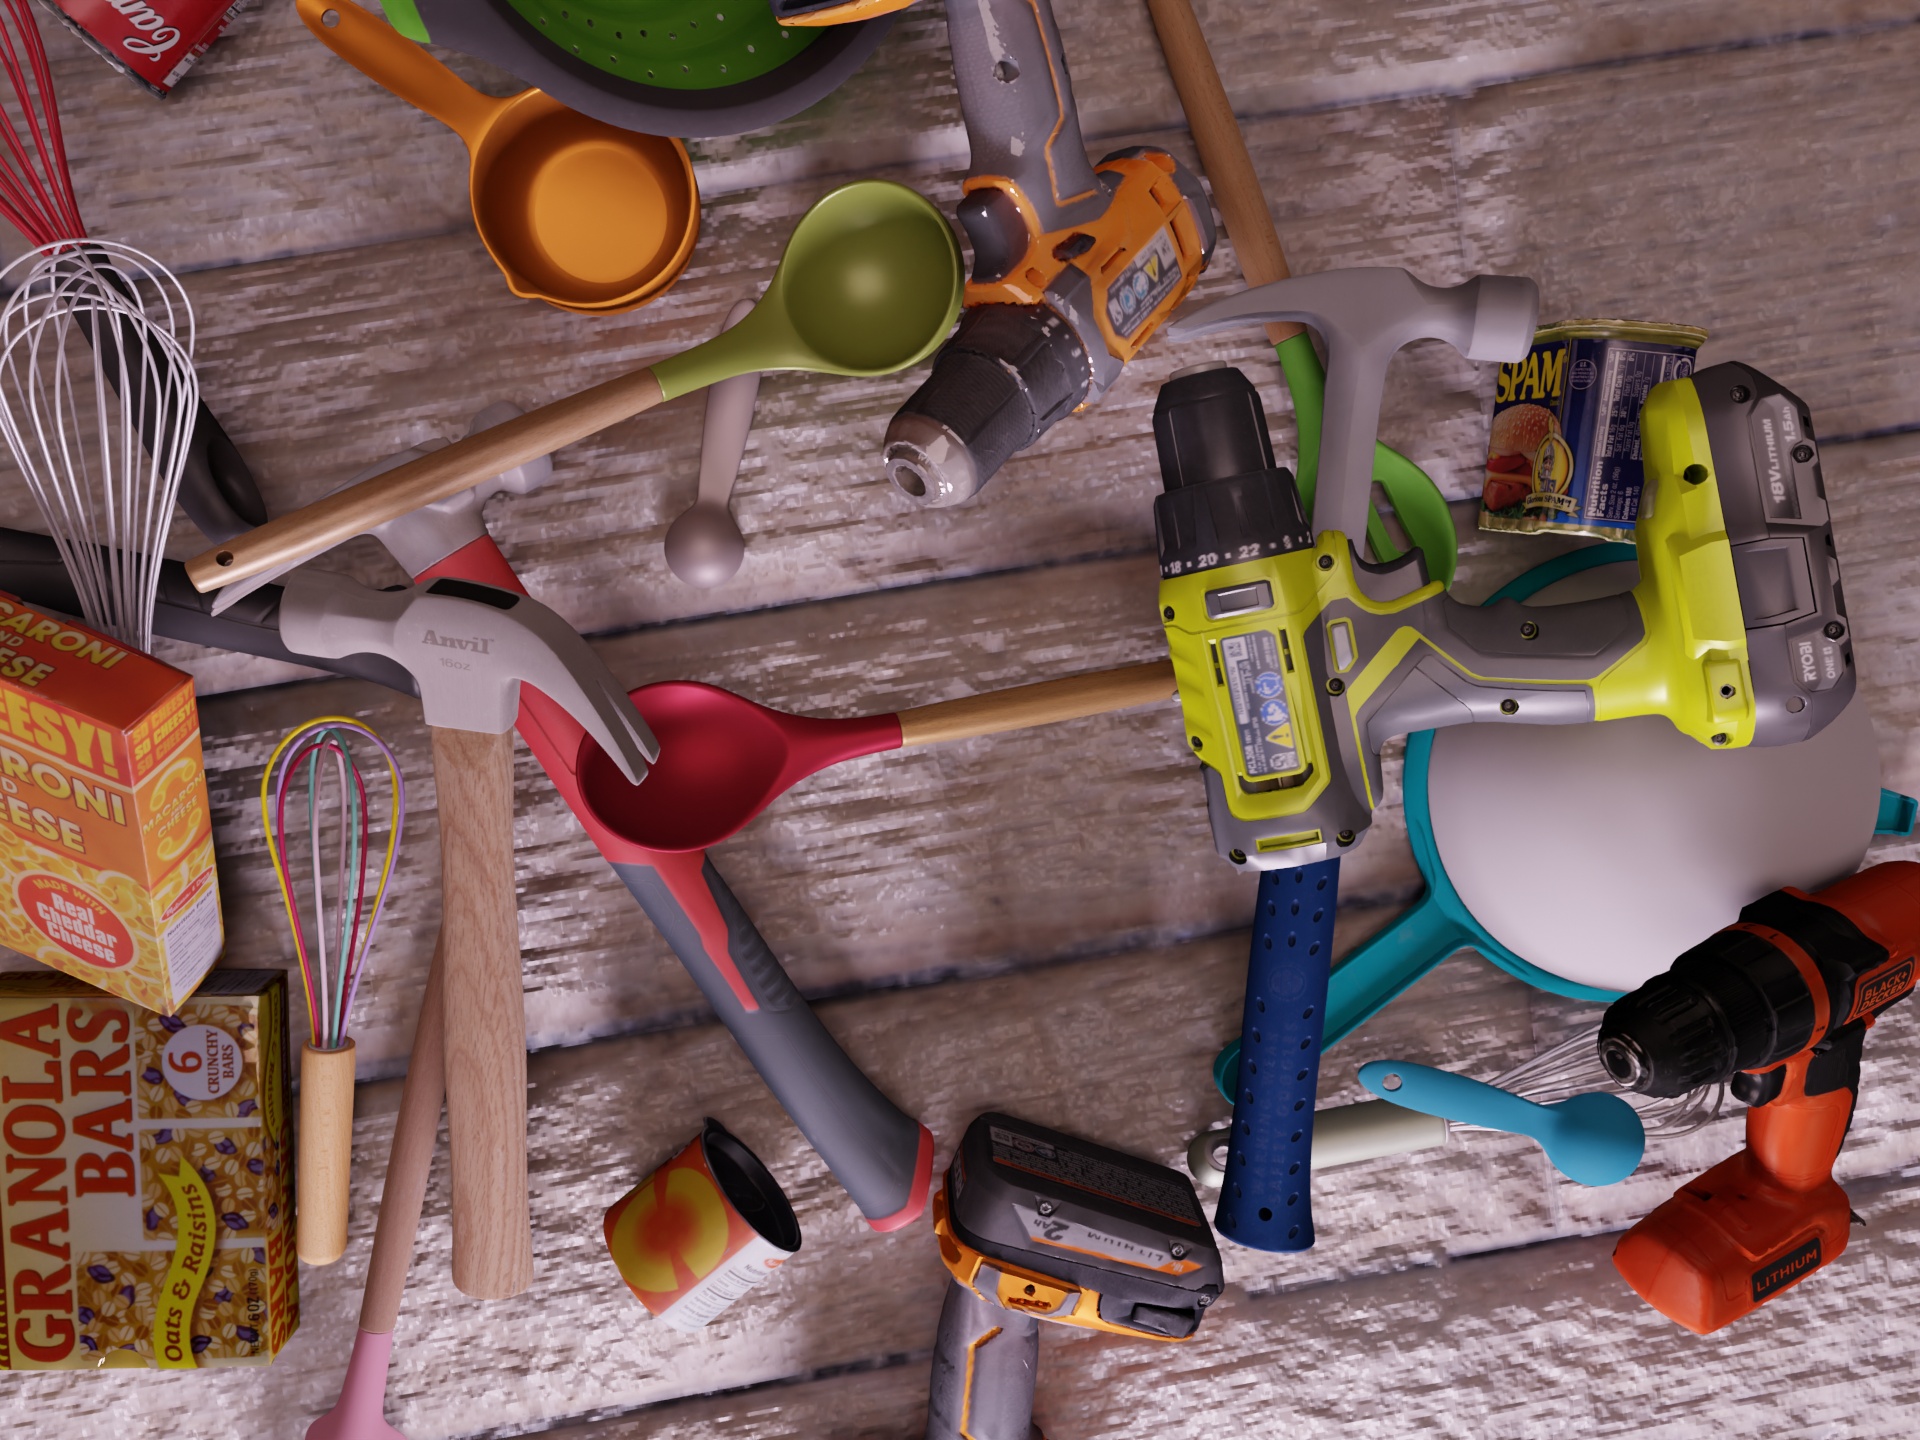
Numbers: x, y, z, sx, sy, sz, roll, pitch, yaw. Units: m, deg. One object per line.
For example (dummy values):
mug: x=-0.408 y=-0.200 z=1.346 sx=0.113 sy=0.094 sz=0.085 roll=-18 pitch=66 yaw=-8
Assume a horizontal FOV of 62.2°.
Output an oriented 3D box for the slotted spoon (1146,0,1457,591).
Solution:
slotted spoon: x=0.133 y=-0.188 z=0.677 sx=0.070 sy=0.031 sz=0.313 roll=-22 pitch=96 yaw=-1

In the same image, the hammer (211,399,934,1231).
hammer: x=-0.139 y=0.066 z=0.663 sx=0.143 sy=0.038 sz=0.386 roll=-37 pitch=101 yaw=-24

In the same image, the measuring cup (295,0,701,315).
measuring cup: x=-0.183 y=-0.231 z=0.638 sx=0.173 sy=0.052 sz=0.095 roll=34 pitch=93 yaw=-5

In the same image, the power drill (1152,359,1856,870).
power drill: x=0.186 y=-0.056 z=0.588 sx=0.228 sy=0.080 sz=0.190 roll=-11 pitch=93 yaw=15

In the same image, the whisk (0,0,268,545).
whisk: x=-0.354 y=-0.197 z=0.618 sx=0.073 sy=0.073 sz=0.296 roll=-29 pitch=96 yaw=0

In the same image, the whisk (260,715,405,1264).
whisk: x=-0.272 y=0.117 z=0.677 sx=0.051 sy=0.047 sz=0.245 roll=14 pitch=103 yaw=34

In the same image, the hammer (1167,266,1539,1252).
hammer: x=0.140 y=0.018 z=0.661 sx=0.144 sy=0.035 sz=0.405 roll=6 pitch=95 yaw=9

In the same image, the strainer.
strainer: x=0.255 y=0.068 z=0.679 sx=0.340 sy=0.095 sz=0.211 roll=-37 pitch=98 yaw=0

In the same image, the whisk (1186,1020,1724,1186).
whisk: x=0.223 y=0.177 z=0.718 sx=0.246 sy=0.059 sz=0.058 roll=-11 pitch=61 yaw=1

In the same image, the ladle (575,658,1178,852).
ladle: x=-0.001 y=-0.002 z=0.666 sx=0.315 sy=0.031 sz=0.069 roll=-10 pitch=91 yaw=-13

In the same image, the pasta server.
pasta server: x=-0.250 y=0.238 z=0.702 sx=0.060 sy=0.040 sz=0.316 roll=12 pitch=92 yaw=-5

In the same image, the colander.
colander: x=-0.046 y=-0.350 z=0.622 sx=0.397 sy=0.095 sz=0.204 roll=-20 pitch=113 yaw=-19

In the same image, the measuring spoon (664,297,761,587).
measuring spoon: x=-0.101 y=-0.117 z=0.673 sx=0.034 sy=0.018 sz=0.124 roll=11 pitch=95 yaw=-5

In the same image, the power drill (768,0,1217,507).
power drill: x=0.001 y=-0.206 z=0.571 sx=0.185 sy=0.084 sz=0.226 roll=-51 pitch=131 yaw=-27

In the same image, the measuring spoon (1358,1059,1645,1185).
measuring spoon: x=0.233 y=0.171 z=0.681 sx=0.128 sy=0.021 sz=0.042 roll=16 pitch=102 yaw=-2

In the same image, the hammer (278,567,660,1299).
hammer: x=-0.187 y=0.102 z=0.631 sx=0.130 sy=0.031 sz=0.331 roll=8 pitch=117 yaw=3

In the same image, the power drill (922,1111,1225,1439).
power drill: x=0.034 y=0.305 z=0.702 sx=0.164 sy=0.084 sz=0.226 roll=20 pitch=99 yaw=-6

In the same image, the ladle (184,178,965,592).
ladle: x=-0.142 y=-0.124 z=0.613 sx=0.320 sy=0.062 sz=0.078 roll=-27 pitch=86 yaw=-16

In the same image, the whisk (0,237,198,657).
whisk: x=-0.318 y=-0.045 z=0.596 sx=0.070 sy=0.070 sz=0.284 roll=12 pitch=126 yaw=-5

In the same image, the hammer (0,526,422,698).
hammer: x=-0.384 y=-0.057 z=0.653 sx=0.334 sy=0.035 sz=0.146 roll=13 pitch=95 yaw=-5
